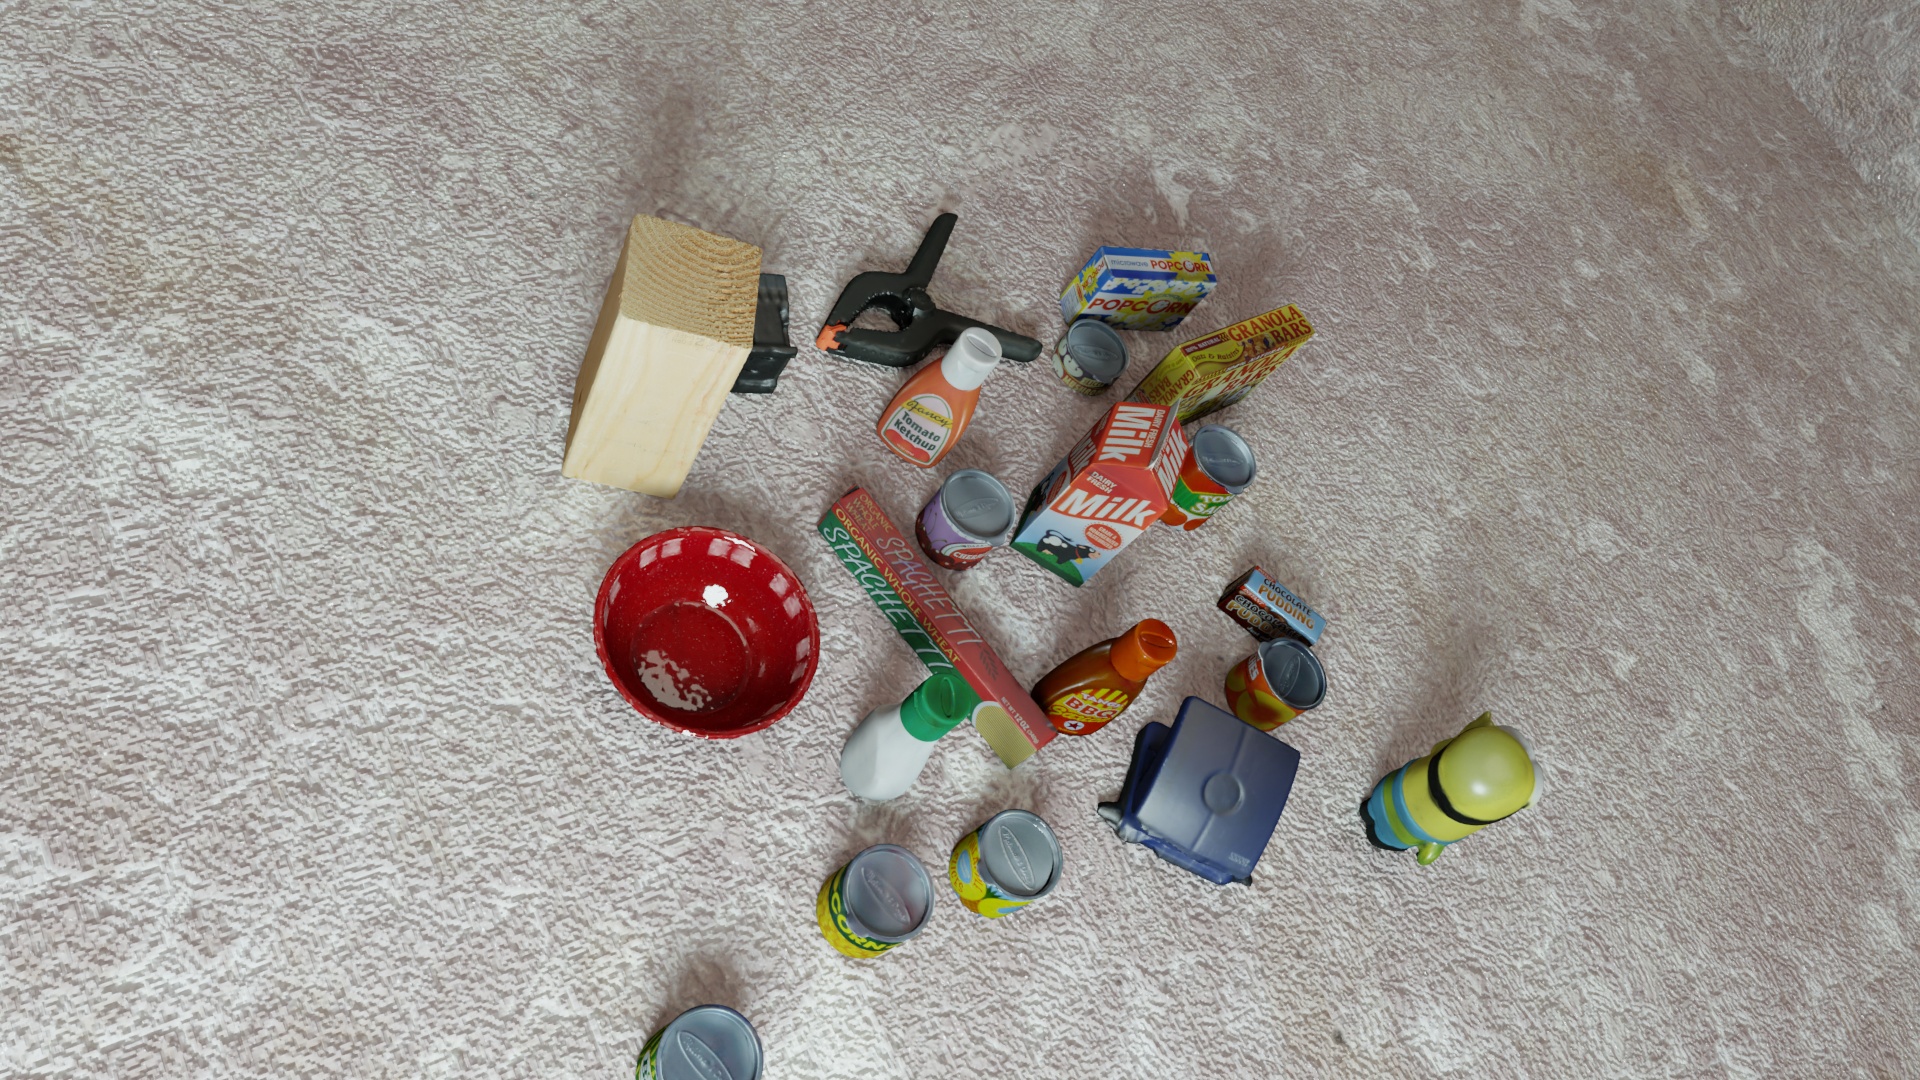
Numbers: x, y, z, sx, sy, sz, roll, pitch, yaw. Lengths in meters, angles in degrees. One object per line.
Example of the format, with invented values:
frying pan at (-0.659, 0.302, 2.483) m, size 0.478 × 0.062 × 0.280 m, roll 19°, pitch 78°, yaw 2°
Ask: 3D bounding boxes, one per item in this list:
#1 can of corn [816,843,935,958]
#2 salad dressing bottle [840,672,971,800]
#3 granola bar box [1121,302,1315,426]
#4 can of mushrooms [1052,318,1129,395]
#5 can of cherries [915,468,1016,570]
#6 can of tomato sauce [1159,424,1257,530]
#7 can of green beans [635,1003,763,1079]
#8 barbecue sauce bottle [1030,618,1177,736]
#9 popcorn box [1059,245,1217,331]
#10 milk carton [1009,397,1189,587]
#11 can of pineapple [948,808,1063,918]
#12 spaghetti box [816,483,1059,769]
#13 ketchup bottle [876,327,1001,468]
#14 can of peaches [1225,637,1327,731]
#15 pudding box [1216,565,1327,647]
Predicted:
can of corn at (-0.061, 0.249, 0.948) m, size 0.071 × 0.058 × 0.071 m, roll 13°, pitch 58°, yaw -21°
salad dressing bottle at (-0.039, 0.136, 0.967) m, size 0.044 × 0.147 × 0.064 m, roll 10°, pitch 59°, yaw -22°
granola bar box at (0.232, -0.154, 1.289) m, size 0.166 × 0.123 × 0.039 m, roll -23°, pitch 76°, yaw -35°
can of mushrooms at (0.122, -0.169, 1.297) m, size 0.071 × 0.033 × 0.071 m, roll 13°, pitch 58°, yaw -21°
can of cherries at (0.004, -0.014, 1.132) m, size 0.071 × 0.058 × 0.072 m, roll 13°, pitch 58°, yaw -21°
can of tomato sauce at (0.216, -0.054, 1.248) m, size 0.071 × 0.082 × 0.071 m, roll 13°, pitch 58°, yaw -21°
can of green beans at (-0.161, 0.324, 0.853) m, size 0.071 × 0.057 × 0.071 m, roll 13°, pitch 58°, yaw -21°
barbecue sauce bottle at (0.112, 0.104, 1.063) m, size 0.065 × 0.147 × 0.044 m, roll 18°, pitch 56°, yaw -18°
popcorn box at (0.170, -0.240, 1.330) m, size 0.127 × 0.084 × 0.038 m, roll -3°, pitch 65°, yaw -29°
milk carton at (0.120, -0.043, 1.125) m, size 0.073 × 0.189 × 0.073 m, roll 31°, pitch 53°, yaw -9°
can of pineapple at (0.030, 0.234, 1.003) m, size 0.071 × 0.057 × 0.071 m, roll 13°, pitch 58°, yaw -21°
spaghetti box at (-0.021, 0.067, 1.078) m, size 0.029 × 0.050 × 0.250 m, roll -34°, pitch 81°, yaw -37°
ketchup bottle at (-0.014, -0.117, 1.125) m, size 0.065 × 0.148 × 0.044 m, roll 34°, pitch 53°, yaw -6°
can of peaches at (0.268, 0.122, 1.190) m, size 0.071 × 0.057 × 0.071 m, roll 13°, pitch 58°, yaw -21°
pudding box at (0.276, 0.065, 1.232) m, size 0.084 × 0.049 × 0.030 m, roll 39°, pitch 53°, yaw -2°
